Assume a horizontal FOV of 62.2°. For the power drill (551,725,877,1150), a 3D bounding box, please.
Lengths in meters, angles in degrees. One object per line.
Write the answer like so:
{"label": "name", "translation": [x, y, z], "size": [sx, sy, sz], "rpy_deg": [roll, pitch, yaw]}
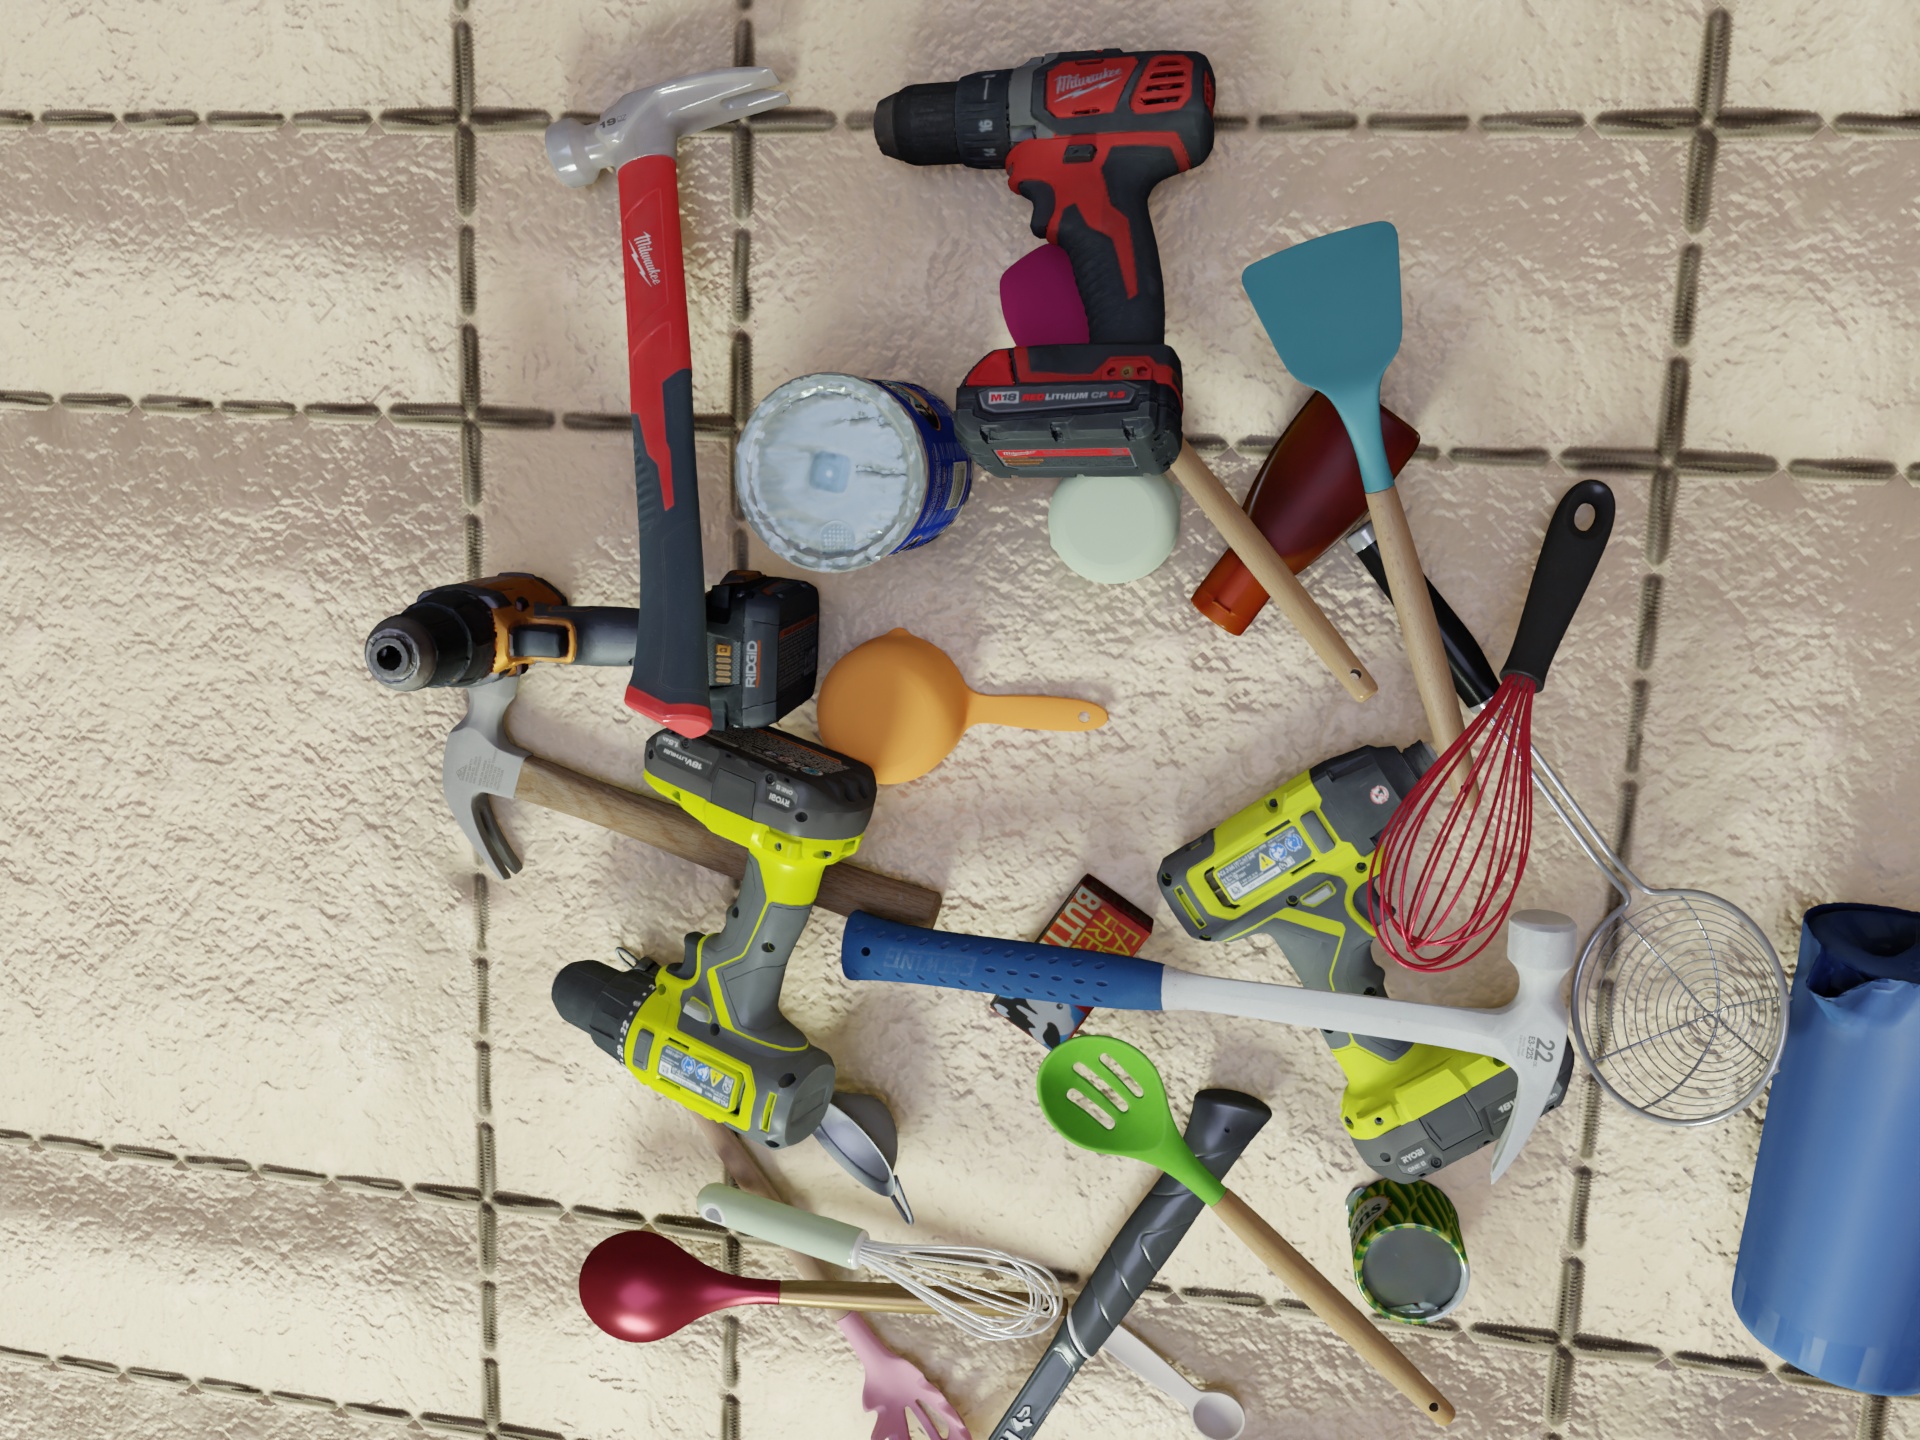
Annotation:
{"label": "power drill", "translation": [-0.149, 0.118, 0.943], "size": [0.191, 0.080, 0.228], "rpy_deg": [20, 104, 24]}

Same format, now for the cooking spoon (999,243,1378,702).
{"label": "cooking spoon", "translation": [0.127, -0.139, 0.877], "size": [0.069, 0.017, 0.319], "rpy_deg": [-36, 79, -1]}

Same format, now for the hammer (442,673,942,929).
{"label": "hammer", "translation": [-0.172, 0.074, 1.002], "size": [0.331, 0.031, 0.130], "rpy_deg": [19, 103, 7]}

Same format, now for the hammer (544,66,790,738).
{"label": "hammer", "translation": [-0.148, -0.180, 0.864], "size": [0.143, 0.038, 0.387], "rpy_deg": [-11, 71, 13]}

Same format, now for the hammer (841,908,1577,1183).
{"label": "hammer", "translation": [0.125, 0.158, 0.895], "size": [0.405, 0.035, 0.144], "rpy_deg": [5, 100, 19]}

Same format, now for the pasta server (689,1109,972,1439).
{"label": "pasta server", "translation": [-0.092, 0.367, 1.037], "size": [0.060, 0.040, 0.316], "rpy_deg": [-34, 91, 3]}

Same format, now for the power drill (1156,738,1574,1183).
{"label": "power drill", "translation": [0.242, 0.133, 0.911], "size": [0.171, 0.080, 0.223], "rpy_deg": [-34, 89, 16]}

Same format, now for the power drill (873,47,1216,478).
{"label": "power drill", "translation": [0.040, -0.251, 0.860], "size": [0.188, 0.080, 0.227], "rpy_deg": [2, 83, 14]}

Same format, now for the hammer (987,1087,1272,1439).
{"label": "hammer", "translation": [0.067, 0.400, 0.985], "size": [0.149, 0.036, 0.409], "rpy_deg": [33, 96, 4]}

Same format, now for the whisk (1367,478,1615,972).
{"label": "whisk", "translation": [0.286, -0.004, 0.831], "size": [0.073, 0.073, 0.296], "rpy_deg": [25, 73, 6]}

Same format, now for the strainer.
{"label": "strainer", "translation": [-0.120, 0.222, 1.015], "size": [0.258, 0.050, 0.086], "rpy_deg": [36, 148, 8]}

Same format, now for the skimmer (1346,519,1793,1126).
{"label": "skimmer", "translation": [0.316, 0.050, 0.873], "size": [0.363, 0.090, 0.127], "rpy_deg": [54, 135, 0]}

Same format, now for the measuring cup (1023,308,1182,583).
{"label": "measuring cup", "translation": [0.070, -0.157, 0.909], "size": [0.083, 0.038, 0.167], "rpy_deg": [-22, 97, 14]}

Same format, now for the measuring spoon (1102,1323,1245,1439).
{"label": "measuring spoon", "translation": [0.128, 0.413, 1.017], "size": [0.124, 0.018, 0.034], "rpy_deg": [35, 106, 10]}

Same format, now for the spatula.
{"label": "spatula", "translation": [0.233, -0.102, 0.851], "size": [0.082, 0.044, 0.317], "rpy_deg": [-16, 102, 13]}

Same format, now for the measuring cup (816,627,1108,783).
{"label": "measuring cup", "translation": [-0.001, -0.003, 0.943], "size": [0.173, 0.052, 0.095], "rpy_deg": [3, 101, 12]}

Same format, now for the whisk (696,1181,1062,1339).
{"label": "whisk", "translation": [-0.055, 0.329, 0.985], "size": [0.246, 0.059, 0.057], "rpy_deg": [11, 123, 19]}

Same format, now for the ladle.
{"label": "ladle", "translation": [-0.089, 0.367, 1.013], "size": [0.315, 0.031, 0.069], "rpy_deg": [3, 83, 0]}

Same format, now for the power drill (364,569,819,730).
{"label": "power drill", "translation": [-0.209, -0.044, 0.912], "size": [0.226, 0.185, 0.084], "rpy_deg": [4, 101, 7]}

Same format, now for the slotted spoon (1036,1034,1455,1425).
{"label": "slotted spoon", "translation": [0.169, 0.300, 0.937], "size": [0.314, 0.031, 0.070], "rpy_deg": [43, 96, 4]}
